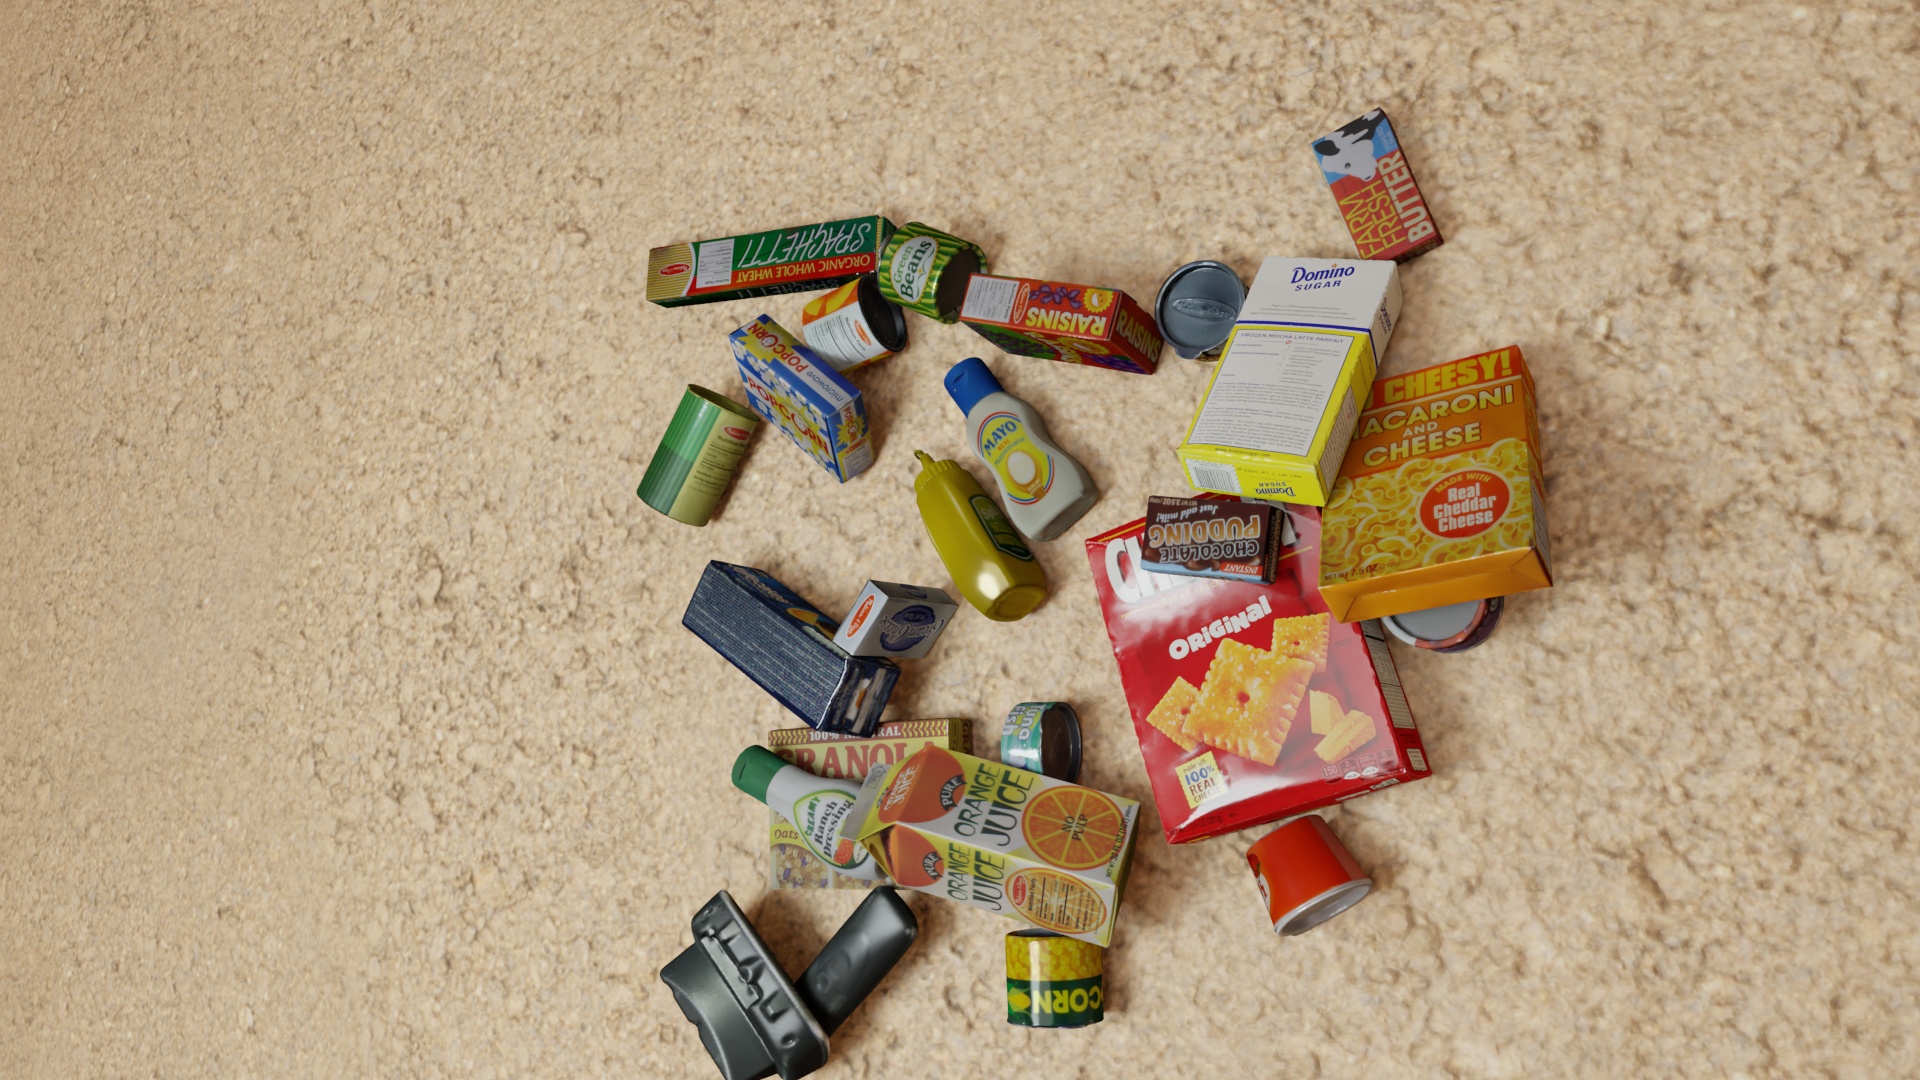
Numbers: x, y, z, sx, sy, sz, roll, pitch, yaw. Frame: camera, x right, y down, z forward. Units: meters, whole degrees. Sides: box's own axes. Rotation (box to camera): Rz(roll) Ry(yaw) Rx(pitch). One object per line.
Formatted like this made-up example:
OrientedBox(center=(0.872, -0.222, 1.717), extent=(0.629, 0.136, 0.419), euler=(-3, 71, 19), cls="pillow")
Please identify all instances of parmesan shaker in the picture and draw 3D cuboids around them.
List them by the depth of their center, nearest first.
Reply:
OrientedBox(center=(-0.223, -0.072, 1.167), extent=(0.071, 0.071, 0.103), euler=(33, 100, 29), cls="parmesan shaker")

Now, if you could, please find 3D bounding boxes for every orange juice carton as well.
OrientedBox(center=(0.019, 0.200, 0.939), extent=(0.193, 0.072, 0.072), euler=(13, 132, 13), cls="orange juice carton")

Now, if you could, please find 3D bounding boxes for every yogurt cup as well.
OrientedBox(center=(0.217, 0.210, 0.876), extent=(0.072, 0.072, 0.054), euler=(-38, 58, 20), cls="yogurt cup")

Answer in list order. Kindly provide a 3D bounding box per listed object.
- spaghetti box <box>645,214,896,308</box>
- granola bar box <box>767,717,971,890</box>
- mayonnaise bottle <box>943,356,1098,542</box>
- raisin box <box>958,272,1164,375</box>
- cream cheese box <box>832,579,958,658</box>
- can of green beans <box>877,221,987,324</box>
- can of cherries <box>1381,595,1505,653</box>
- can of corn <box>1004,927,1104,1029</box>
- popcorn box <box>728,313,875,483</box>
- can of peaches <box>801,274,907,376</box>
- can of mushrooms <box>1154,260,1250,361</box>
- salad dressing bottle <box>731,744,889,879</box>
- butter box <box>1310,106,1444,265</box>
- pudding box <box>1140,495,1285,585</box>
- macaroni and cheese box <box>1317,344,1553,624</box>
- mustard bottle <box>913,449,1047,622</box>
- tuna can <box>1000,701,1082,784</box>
OrientedBox(center=(-0.164, -0.235, 1.183), extent=(0.250, 0.029, 0.050), euler=(0, 82, 30), cls="spaghetti box")
OrientedBox(center=(-0.068, 0.201, 1.055), extent=(0.165, 0.039, 0.124), euler=(-8, 79, 29), cls="granola bar box")
OrientedBox(center=(0.039, -0.072, 1.033), extent=(0.064, 0.041, 0.148), euler=(-43, 65, 20), cls="mayonnaise bottle")
OrientedBox(center=(0.074, -0.156, 1.000), extent=(0.123, 0.086, 0.040), euler=(14, 85, 31), cls="raisin box")
OrientedBox(center=(-0.047, 0.059, 1.027), extent=(0.024, 0.104, 0.053), euler=(39, 103, 27), cls="cream cheese box")
OrientedBox(center=(-0.021, -0.206, 1.074), extent=(0.058, 0.071, 0.071), euler=(27, 97, 30), cls="can of green beans")
OrientedBox(center=(0.298, 0.034, 0.858), extent=(0.071, 0.058, 0.071), euler=(-5, 81, 30), cls="can of cherries")
OrientedBox(center=(0.064, 0.297, 0.946), extent=(0.071, 0.071, 0.058), euler=(-7, 79, 29), cls="can of corn")
OrientedBox(center=(-0.125, -0.113, 1.107), extent=(0.038, 0.084, 0.127), euler=(-39, 60, -19), cls="popcorn box")
OrientedBox(center=(-0.084, -0.171, 1.107), extent=(0.058, 0.071, 0.071), euler=(-20, 73, 27), cls="can of peaches")
OrientedBox(center=(0.172, -0.158, 0.975), extent=(0.071, 0.033, 0.071), euler=(-5, 80, 29), cls="can of mushrooms")
OrientedBox(center=(-0.106, 0.197, 1.027), extent=(0.148, 0.044, 0.064), euler=(23, 96, 31), cls="salad dressing bottle")
OrientedBox(center=(0.278, -0.232, 0.931), extent=(0.053, 0.024, 0.104), euler=(-26, 70, 25), cls="butter box")
OrientedBox(center=(0.159, 0.000, 0.879), extent=(0.083, 0.030, 0.049), euler=(6, 85, 32), cls="pudding box")
OrientedBox(center=(0.284, -0.035, 0.840), extent=(0.123, 0.040, 0.167), euler=(-13, 43, 30), cls="macaroni and cheese box")
OrientedBox(center=(0.004, -0.013, 1.033), extent=(0.048, 0.065, 0.161), euler=(-45, 60, 22), cls="mustard bottle")
OrientedBox(center=(0.056, 0.144, 0.973), extent=(0.033, 0.071, 0.071), euler=(-4, 81, 30), cls="tuna can")
